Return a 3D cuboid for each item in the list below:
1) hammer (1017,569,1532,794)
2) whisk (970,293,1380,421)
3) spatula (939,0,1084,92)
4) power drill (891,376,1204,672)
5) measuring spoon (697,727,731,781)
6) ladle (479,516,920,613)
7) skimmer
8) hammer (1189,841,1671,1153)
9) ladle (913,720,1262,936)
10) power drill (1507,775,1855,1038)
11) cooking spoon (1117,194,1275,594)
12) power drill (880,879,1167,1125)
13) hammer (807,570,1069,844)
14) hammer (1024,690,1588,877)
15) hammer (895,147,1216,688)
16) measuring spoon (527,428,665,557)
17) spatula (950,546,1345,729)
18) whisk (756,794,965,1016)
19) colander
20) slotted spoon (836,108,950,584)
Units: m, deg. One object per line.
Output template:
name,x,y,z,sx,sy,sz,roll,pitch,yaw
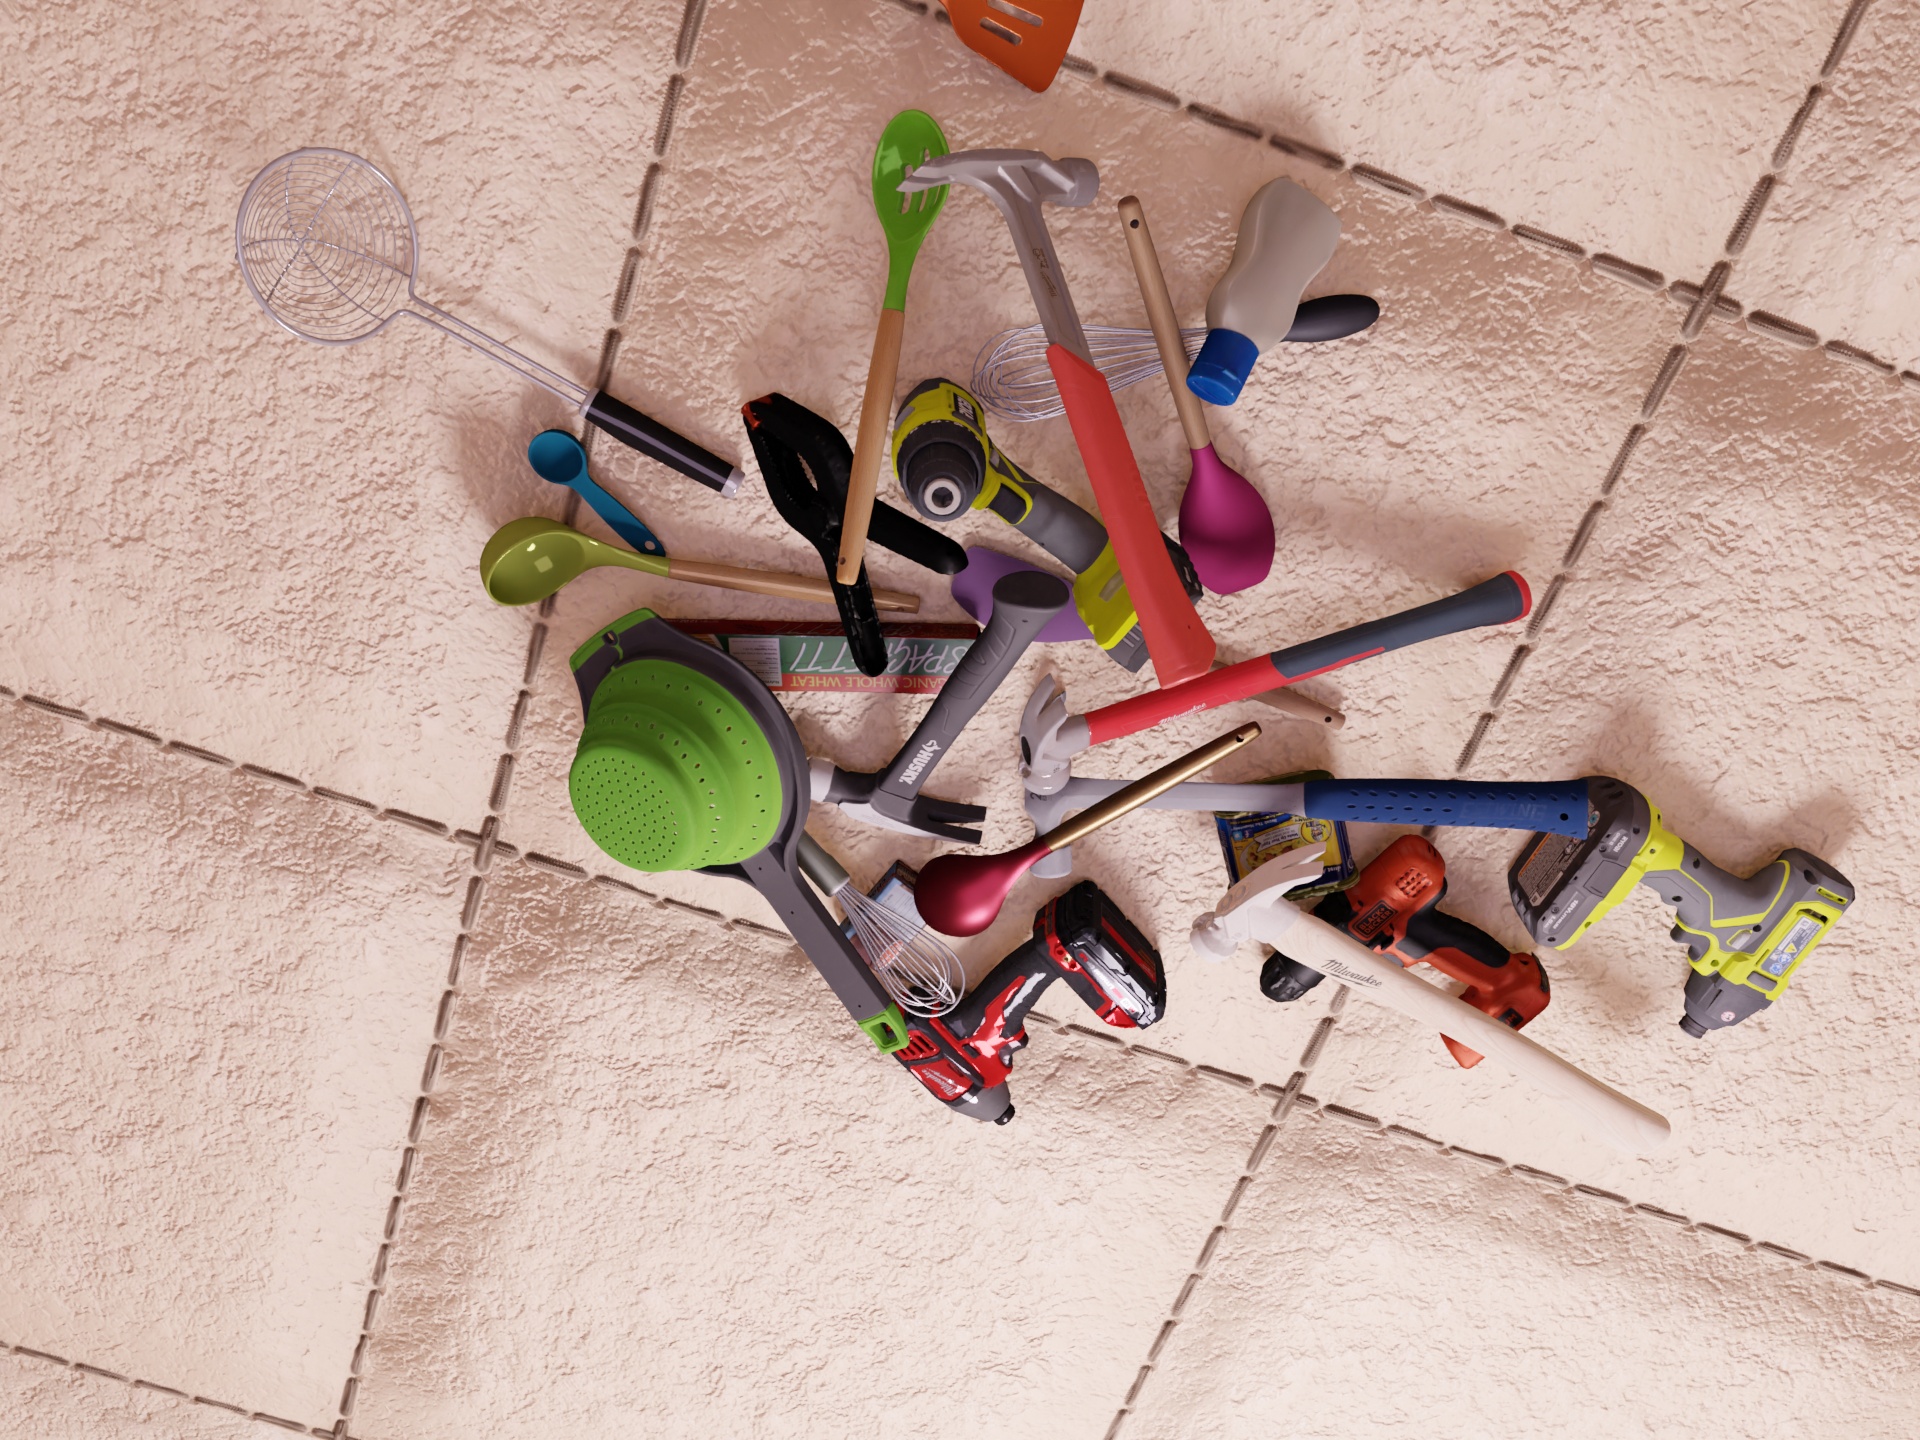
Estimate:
hammer,0.226,-0.043,1.109,0.386,0.143,0.038,-18,69,-9
whisk,0.146,-0.256,1.091,0.284,0.070,0.070,-10,113,2
spatula,-0.079,-0.498,1.014,0.322,0.041,0.081,21,113,-2
power drill,0.051,-0.133,1.077,0.228,0.191,0.080,34,110,-16
measuring spoon,-0.196,0.019,1.251,0.021,0.011,0.117,30,115,-10
ladle,-0.189,-0.098,1.171,0.320,0.062,0.078,8,147,-6
skimmer,-0.310,-0.255,1.092,0.363,0.090,0.127,28,80,-12
hammer,0.383,0.224,1.213,0.410,0.038,0.146,30,138,-12
ladle,0.089,0.081,1.193,0.315,0.031,0.069,-31,93,22
power drill,0.551,0.150,1.235,0.223,0.080,0.171,24,112,-11
cooking spoon,0.157,-0.210,1.084,0.069,0.017,0.318,-19,128,8
power drill,0.055,0.242,1.300,0.219,0.079,0.143,-36,107,19
hammer,-0.002,-0.004,1.124,0.146,0.035,0.334,20,146,-12
hammer,0.241,0.052,1.163,0.405,0.035,0.144,1,103,20
hammer,0.078,-0.192,1.011,0.037,0.149,0.359,-23,84,54
measuring spoon,-0.263,-0.167,1.172,0.042,0.021,0.128,-31,118,26
spatula,0.143,-0.053,1.197,0.316,0.018,0.059,20,113,-5
whisk,-0.089,0.136,1.252,0.059,0.058,0.246,-43,89,-15
colander,-0.174,0.111,1.189,0.204,0.094,0.397,-28,101,37
slotted spoon,-0.050,-0.245,1.054,0.070,0.031,0.314,9,89,40
